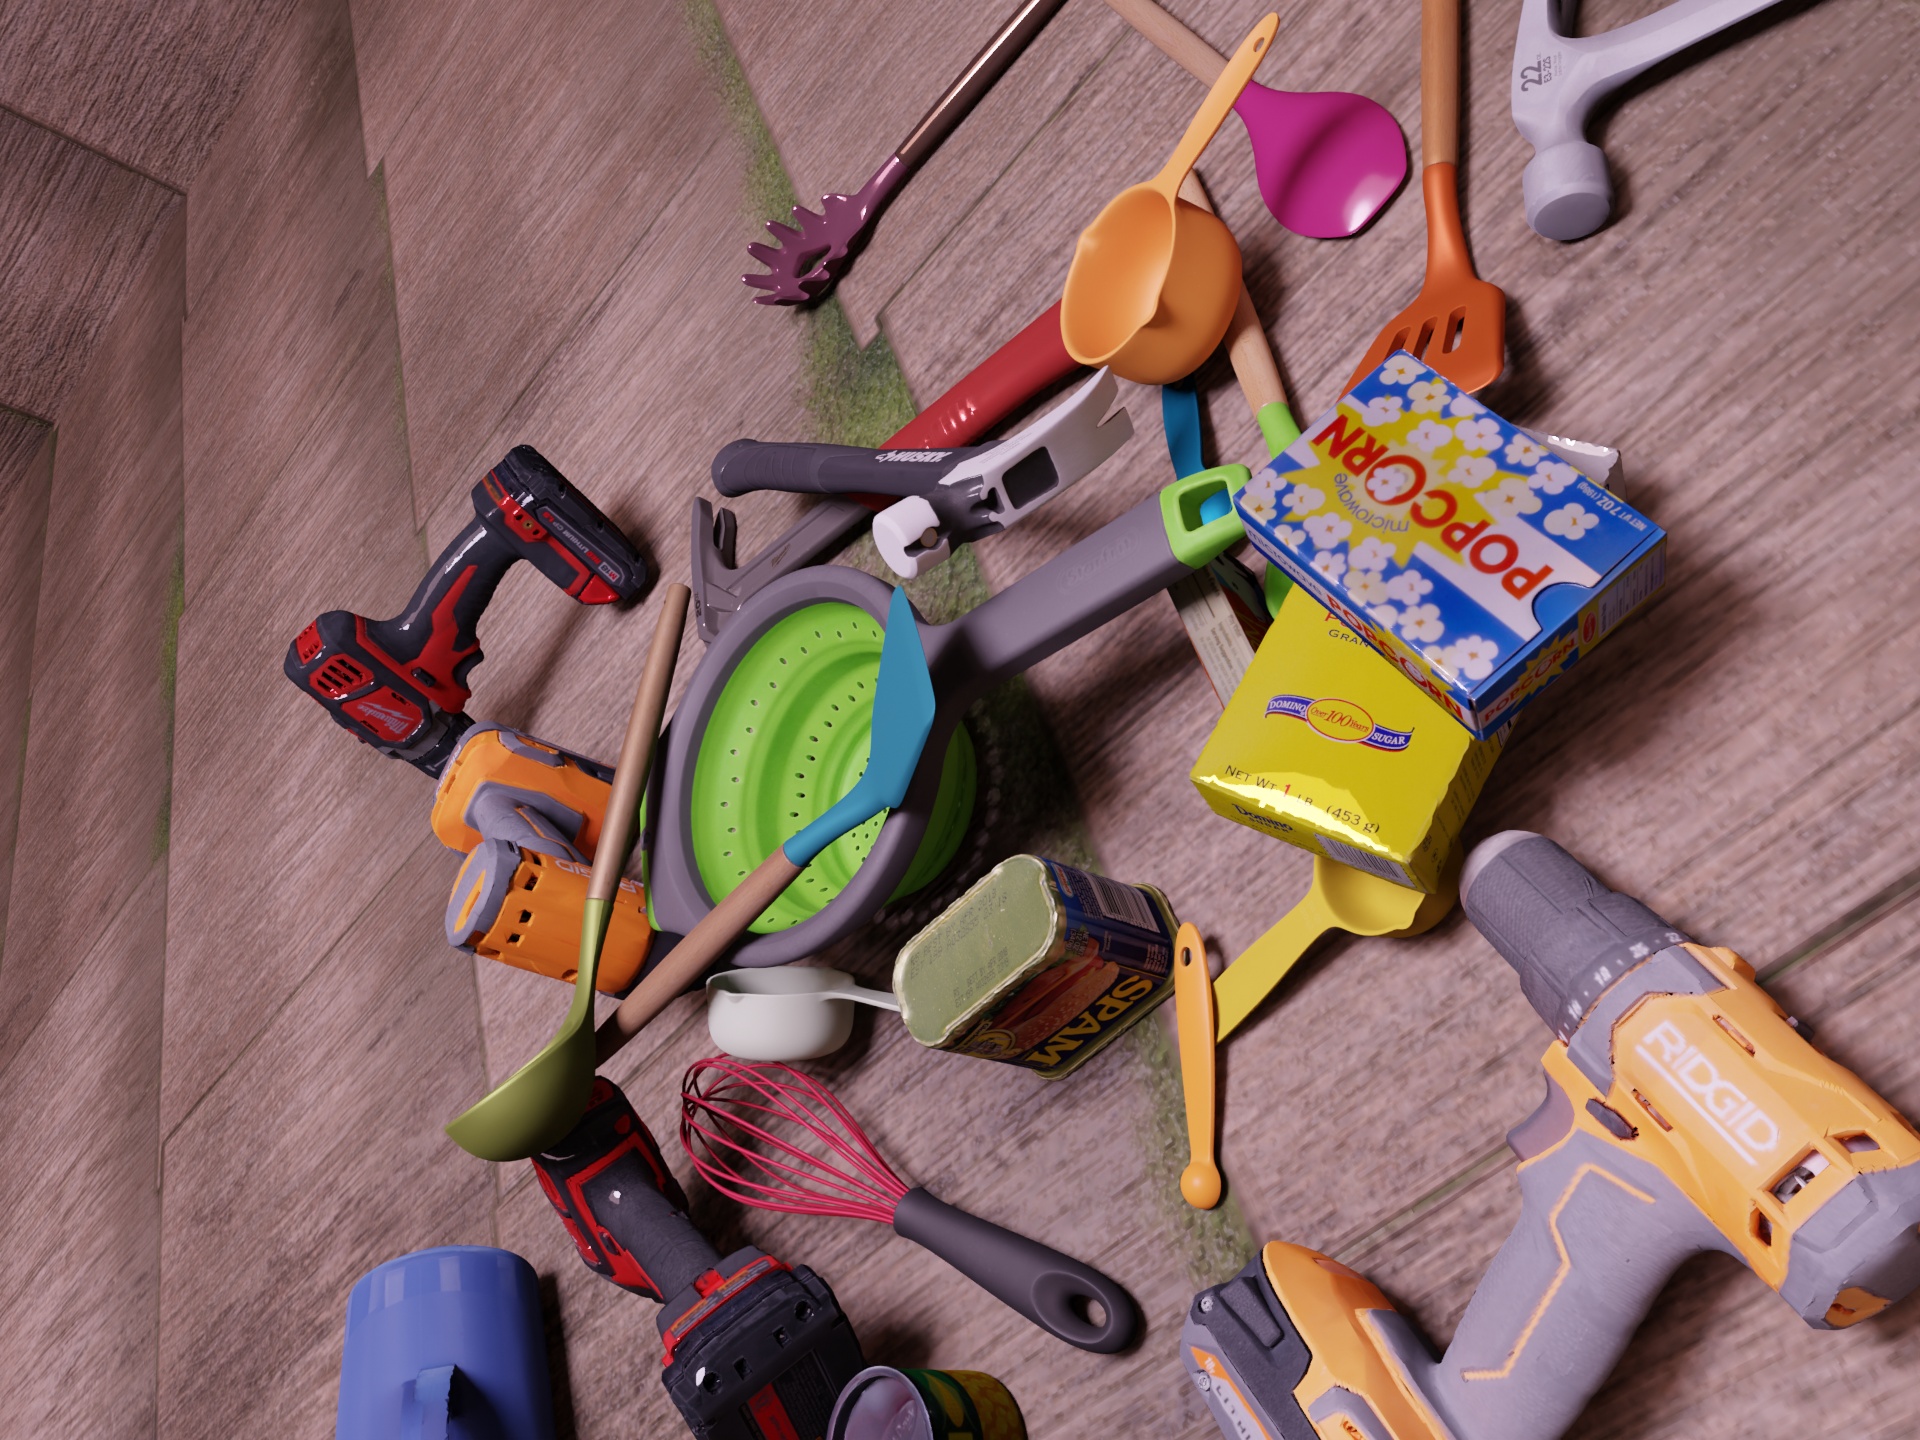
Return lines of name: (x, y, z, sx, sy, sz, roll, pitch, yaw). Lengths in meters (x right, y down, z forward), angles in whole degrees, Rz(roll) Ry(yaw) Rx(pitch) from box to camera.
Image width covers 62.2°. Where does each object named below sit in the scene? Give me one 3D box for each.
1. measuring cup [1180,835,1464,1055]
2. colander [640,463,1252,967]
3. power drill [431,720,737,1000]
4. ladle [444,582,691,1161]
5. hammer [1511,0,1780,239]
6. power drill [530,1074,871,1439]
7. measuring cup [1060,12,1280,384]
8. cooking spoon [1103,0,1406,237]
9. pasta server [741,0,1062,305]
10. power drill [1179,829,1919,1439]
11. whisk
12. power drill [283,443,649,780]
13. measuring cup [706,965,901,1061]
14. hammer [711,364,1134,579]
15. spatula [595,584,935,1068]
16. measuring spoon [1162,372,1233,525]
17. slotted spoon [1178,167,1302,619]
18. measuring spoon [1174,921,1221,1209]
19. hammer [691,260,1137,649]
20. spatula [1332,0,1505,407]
measuring cup: (0.142, 0.089, 0.639, 0.156, 0.029, 0.062, -53, 41, 33)
colander: (-0.001, -0.002, 0.768, 0.397, 0.094, 0.205, -30, 56, 35)
power drill: (-0.226, 0.089, 0.944, 0.084, 0.164, 0.227, -61, 29, 8)
ladle: (-0.190, 0.065, 0.815, 0.078, 0.062, 0.320, -37, 39, 57)
hammer: (0.380, -0.310, 0.540, 0.405, 0.035, 0.144, -17, 62, 42)
power drill: (-0.130, 0.276, 0.769, 0.078, 0.143, 0.220, -32, 34, -24)
measuring cup: (0.114, -0.237, 0.741, 0.173, 0.052, 0.095, -57, 34, 25)
cooking spoon: (0.132, -0.340, 0.831, 0.068, 0.017, 0.319, -49, 45, 20)
pasta server: (-0.023, -0.375, 0.997, 0.316, 0.040, 0.060, -41, 60, 26)
power drill: (0.176, 0.160, 0.526, 0.226, 0.084, 0.186, -50, 42, 14)
whisk: (-0.037, 0.223, 0.744, 0.296, 0.073, 0.073, 14, 84, 42)
power drill: (-0.323, -0.057, 1.106, 0.226, 0.187, 0.080, -44, 38, -1)
measuring cup: (-0.053, 0.153, 0.793, 0.168, 0.083, 0.038, 4, 94, 31)
hammer: (-0.048, -0.134, 0.833, 0.146, 0.035, 0.335, -34, 24, -21)
spatula: (-0.101, 0.073, 0.740, 0.317, 0.044, 0.082, -45, 40, 27)
measuring spoon: (0.115, -0.126, 0.764, 0.042, 0.021, 0.129, -33, 43, 35)
slotted spoon: (0.140, -0.162, 0.740, 0.070, 0.031, 0.314, -35, 49, 30)
measuring spoon: (0.095, 0.142, 0.658, 0.021, 0.011, 0.117, -24, 63, 54)
hammer: (-0.036, -0.155, 0.918, 0.359, 0.036, 0.149, -33, 52, 34)
spatula: (0.208, -0.267, 0.702, 0.081, 0.041, 0.323, -13, 63, 44)
